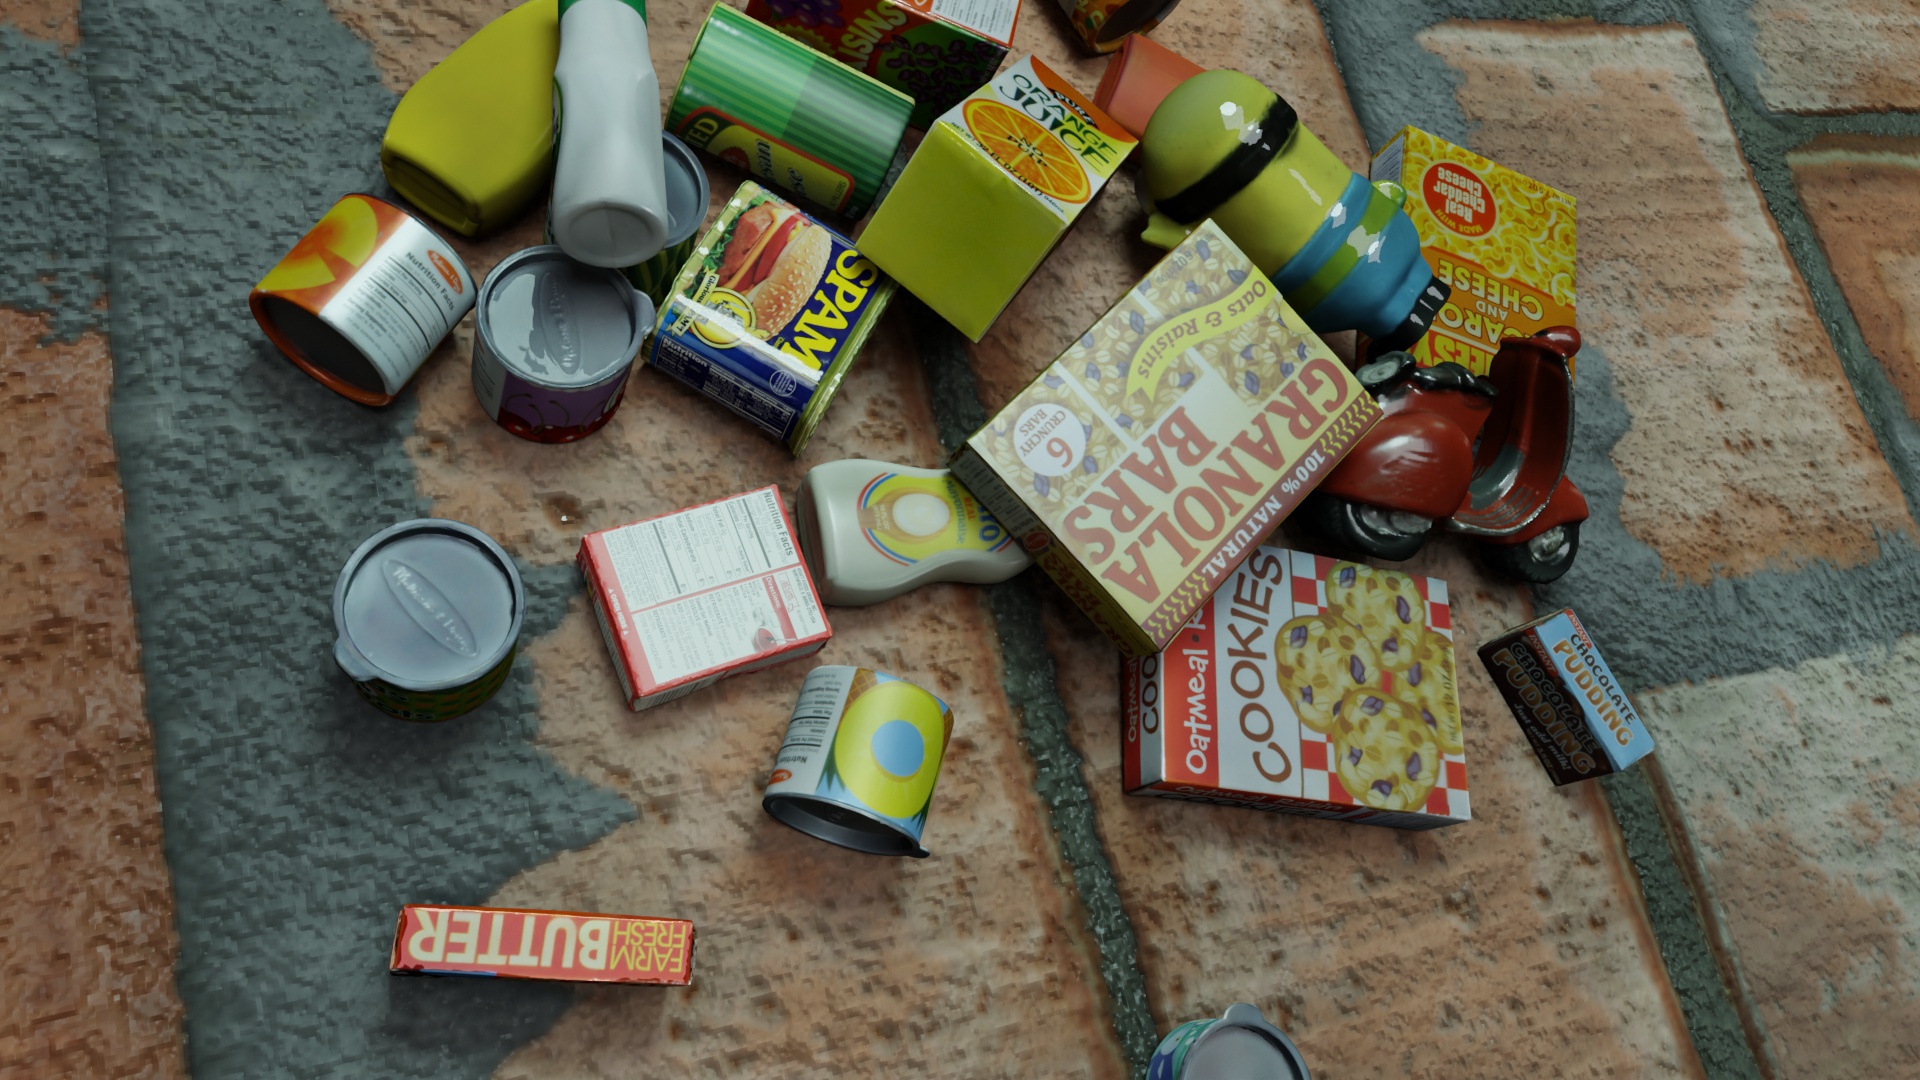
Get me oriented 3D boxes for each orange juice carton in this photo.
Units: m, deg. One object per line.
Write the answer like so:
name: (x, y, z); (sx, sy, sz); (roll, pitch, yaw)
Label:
orange juice carton: (0.027, -0.175, 0.673); (0.072, 0.072, 0.194); (38, 34, -4)

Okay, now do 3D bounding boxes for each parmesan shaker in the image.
parmesan shaker: (-0.081, -0.204, 0.663); (0.103, 0.071, 0.071); (23, 64, -12)

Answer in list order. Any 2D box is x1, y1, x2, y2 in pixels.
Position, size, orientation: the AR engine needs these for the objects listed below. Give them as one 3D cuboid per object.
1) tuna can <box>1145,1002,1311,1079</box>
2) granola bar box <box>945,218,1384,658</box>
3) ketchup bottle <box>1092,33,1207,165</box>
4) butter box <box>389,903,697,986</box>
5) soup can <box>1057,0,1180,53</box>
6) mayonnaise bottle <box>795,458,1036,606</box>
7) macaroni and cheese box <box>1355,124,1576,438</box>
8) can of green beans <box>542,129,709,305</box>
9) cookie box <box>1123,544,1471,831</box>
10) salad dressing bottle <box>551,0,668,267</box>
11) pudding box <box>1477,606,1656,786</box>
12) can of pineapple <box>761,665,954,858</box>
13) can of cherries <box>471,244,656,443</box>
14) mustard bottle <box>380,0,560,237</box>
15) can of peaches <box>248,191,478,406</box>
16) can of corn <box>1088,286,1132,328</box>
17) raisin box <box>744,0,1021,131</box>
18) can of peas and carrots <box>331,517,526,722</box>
tuna can: (0.114, 0.235, 0.591); (0.071, 0.032, 0.071); (8, 68, -19)
granola bar box: (0.095, -0.048, 0.629); (0.166, 0.039, 0.124); (-44, 93, -18)
ketchup bottle: (0.147, -0.223, 0.776); (0.149, 0.043, 0.065); (23, 69, -12)
butter box: (-0.152, 0.149, 0.508); (0.103, 0.053, 0.024); (9, 69, -18)
soup can: (0.076, -0.325, 0.776); (0.071, 0.071, 0.084); (-28, 82, -28)
mayonnaise bottle: (0.002, -0.008, 0.637); (0.148, 0.041, 0.065); (-5, 71, -23)
macaroni and cheese box: (0.296, -0.146, 0.808); (0.124, 0.040, 0.167); (18, 64, -14)
can of green beans: (-0.150, -0.143, 0.620); (0.071, 0.057, 0.071); (8, 68, -19)
cookie box: (0.160, 0.069, 0.671); (0.167, 0.040, 0.123); (10, 67, -19)
salad dressing bottle: (-0.146, -0.183, 0.571); (0.044, 0.064, 0.148); (-5, 63, -8)
pudding box: (0.314, 0.081, 0.721); (0.030, 0.049, 0.084); (-24, 80, -26)
can of pineapple: (-0.039, 0.091, 0.568); (0.071, 0.070, 0.058); (23, 63, -12)
can of cherries: (-0.169, -0.081, 0.588); (0.071, 0.058, 0.072); (8, 67, -18)
mustard bottle: (-0.192, -0.209, 0.634); (0.065, 0.048, 0.161); (35, 61, -6)
can of peaches: (-0.242, -0.097, 0.563); (0.071, 0.071, 0.058); (32, 62, -7)
can of corn: (0.092, -0.090, 0.695); (0.071, 0.058, 0.071); (8, 68, -19)
raisin box: (-0.043, -0.256, 0.690); (0.123, 0.086, 0.040); (19, 69, -14)
can of peas and carrots: (-0.204, 0.033, 0.529); (0.071, 0.058, 0.071); (7, 68, -18)
